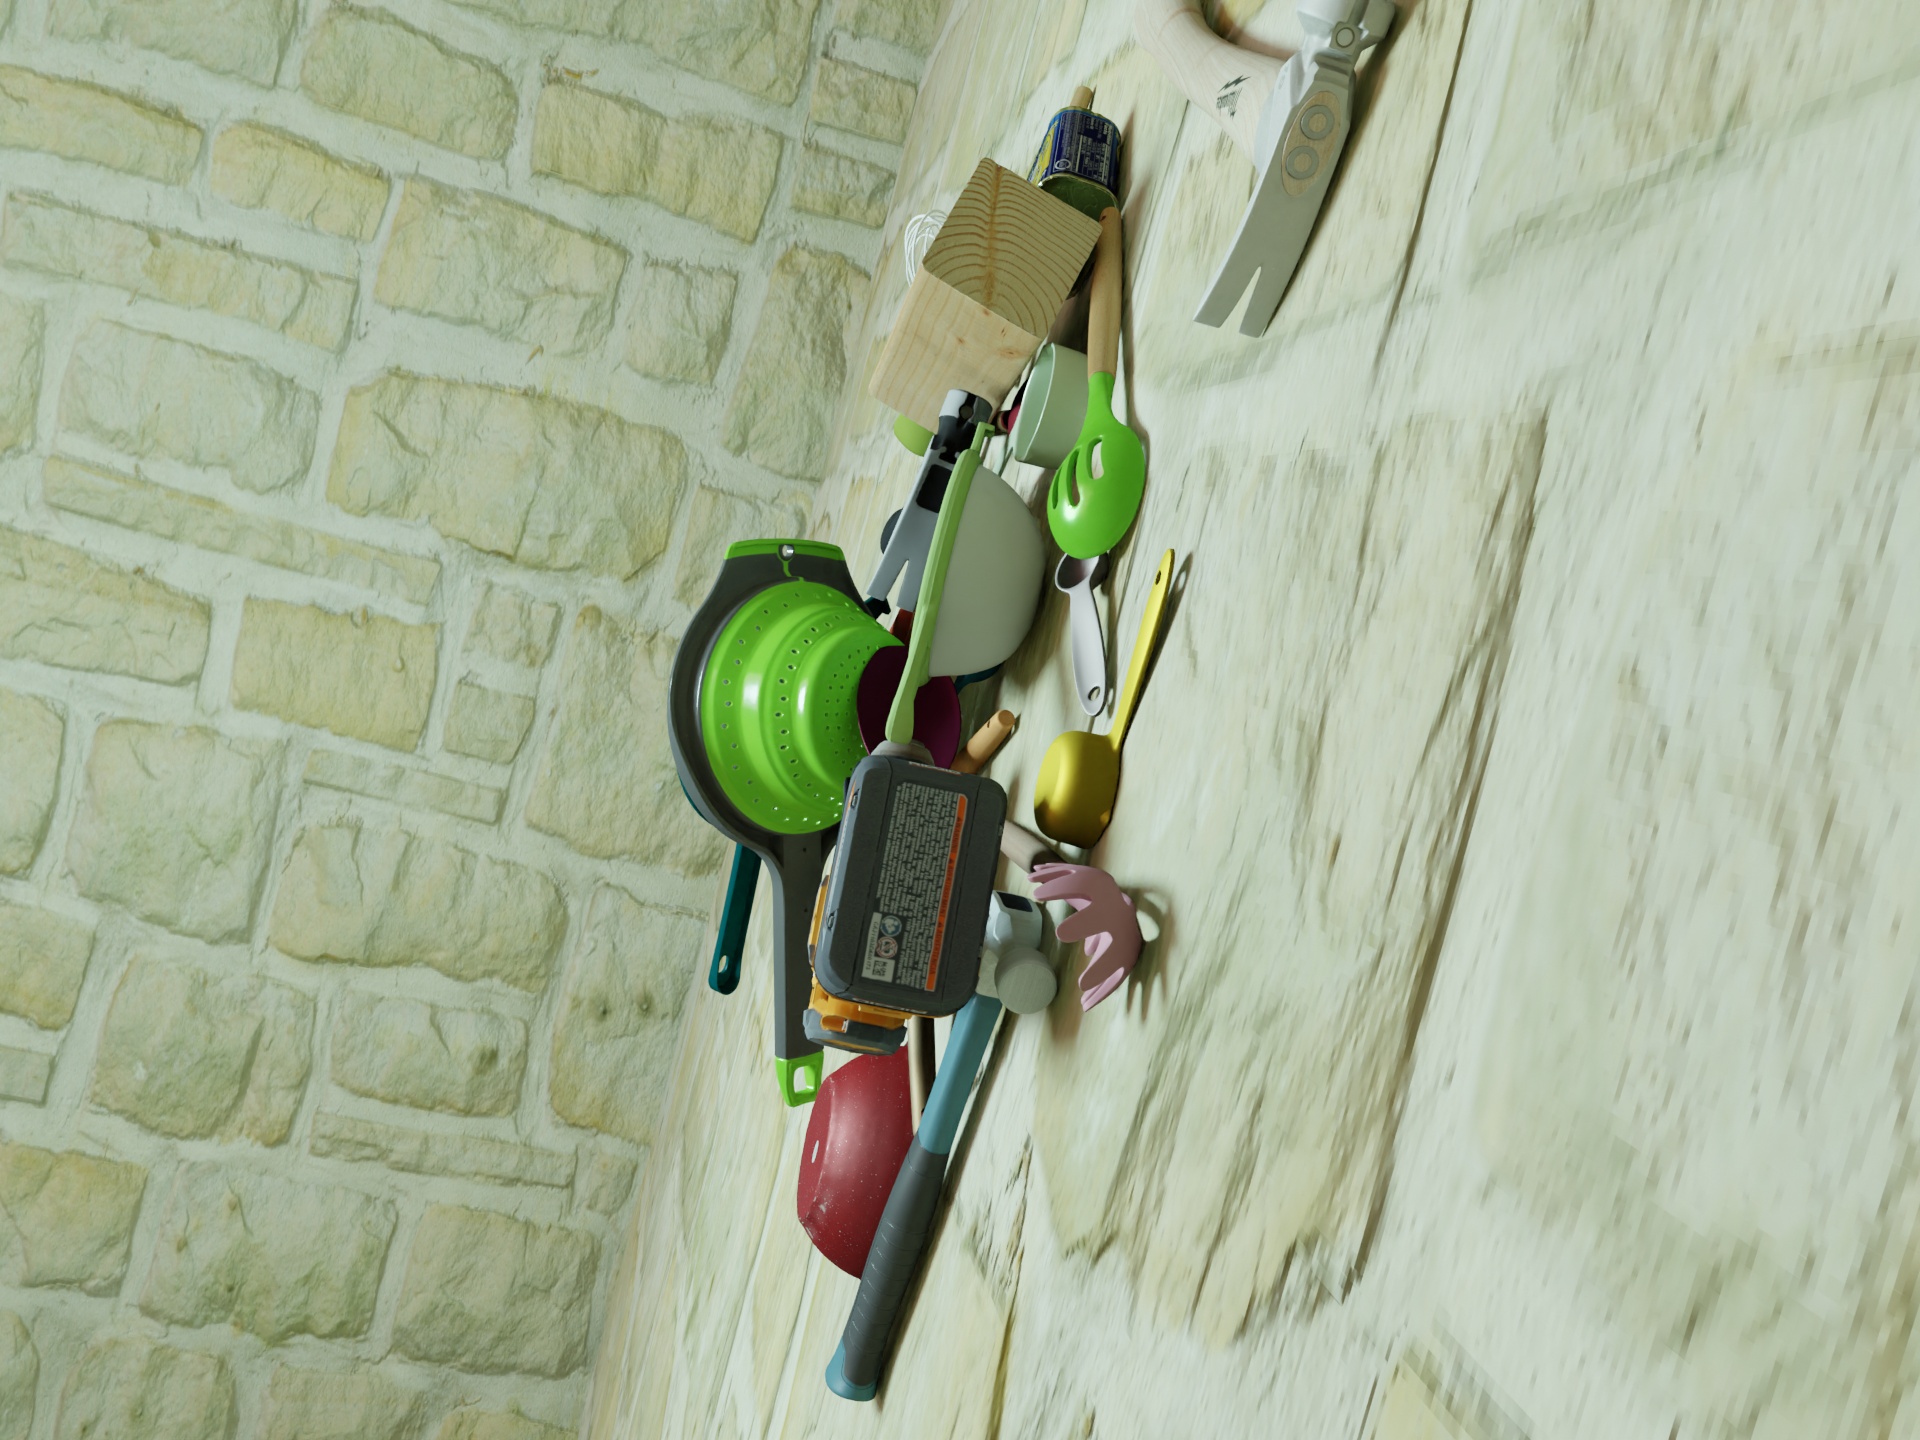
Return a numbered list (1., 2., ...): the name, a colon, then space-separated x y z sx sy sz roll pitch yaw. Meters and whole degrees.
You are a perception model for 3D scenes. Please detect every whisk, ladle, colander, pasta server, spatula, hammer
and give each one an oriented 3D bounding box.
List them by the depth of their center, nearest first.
1. pasta server: 0.037 0.076 0.788 0.316 0.040 0.060 -154 40 -80
2. hammer: 0.130 -0.329 0.834 0.411 0.038 0.146 -95 20 -59
3. hammer: -0.018 0.241 0.870 0.128 0.033 0.331 -106 32 -67
4. colander: -0.089 0.074 1.085 0.094 0.204 0.397 3 95 44
5. spatula: -0.026 0.054 1.119 0.322 0.041 0.081 129 154 -63
6. hammer: -0.036 -0.148 1.199 0.335 0.035 0.146 -175 106 -83
7. ladle: 0.035 -0.227 1.204 0.315 0.031 0.069 -135 62 -79
8. ladle: 0.031 -0.348 1.225 0.078 0.062 0.320 57 -127 -78
9. whisk: -0.013 -0.287 1.277 0.059 0.058 0.246 -44 -40 -41

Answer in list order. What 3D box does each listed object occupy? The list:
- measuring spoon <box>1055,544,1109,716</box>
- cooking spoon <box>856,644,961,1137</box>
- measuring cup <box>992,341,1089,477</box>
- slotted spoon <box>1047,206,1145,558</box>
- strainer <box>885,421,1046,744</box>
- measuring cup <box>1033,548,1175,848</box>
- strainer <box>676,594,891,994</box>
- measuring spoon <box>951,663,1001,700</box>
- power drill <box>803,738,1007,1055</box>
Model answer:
1. measuring spoon: 0.070 -0.047 0.836 0.034 0.018 0.124 -35 40 33
2. cooking spoon: -0.029 0.097 0.988 0.017 0.068 0.319 118 152 -63
3. measuring cup: 0.052 -0.180 1.033 0.167 0.038 0.083 127 155 -68
4. slotted spoon: 0.082 -0.214 0.936 0.070 0.031 0.314 -33 35 37
5. strainer: 0.009 -0.059 0.943 0.257 0.069 0.151 -75 -2 -55
6. measuring cup: 0.067 -0.011 0.759 0.062 0.029 0.156 -102 26 -66
7. strainer: -0.124 0.061 1.216 0.211 0.095 0.340 1 -75 -55
8. measuring spoon: -0.002 -0.003 1.067 0.128 0.021 0.042 -64 14 5
9. power drill: -0.034 0.080 0.853 0.226 0.084 0.185 122 159 -72
